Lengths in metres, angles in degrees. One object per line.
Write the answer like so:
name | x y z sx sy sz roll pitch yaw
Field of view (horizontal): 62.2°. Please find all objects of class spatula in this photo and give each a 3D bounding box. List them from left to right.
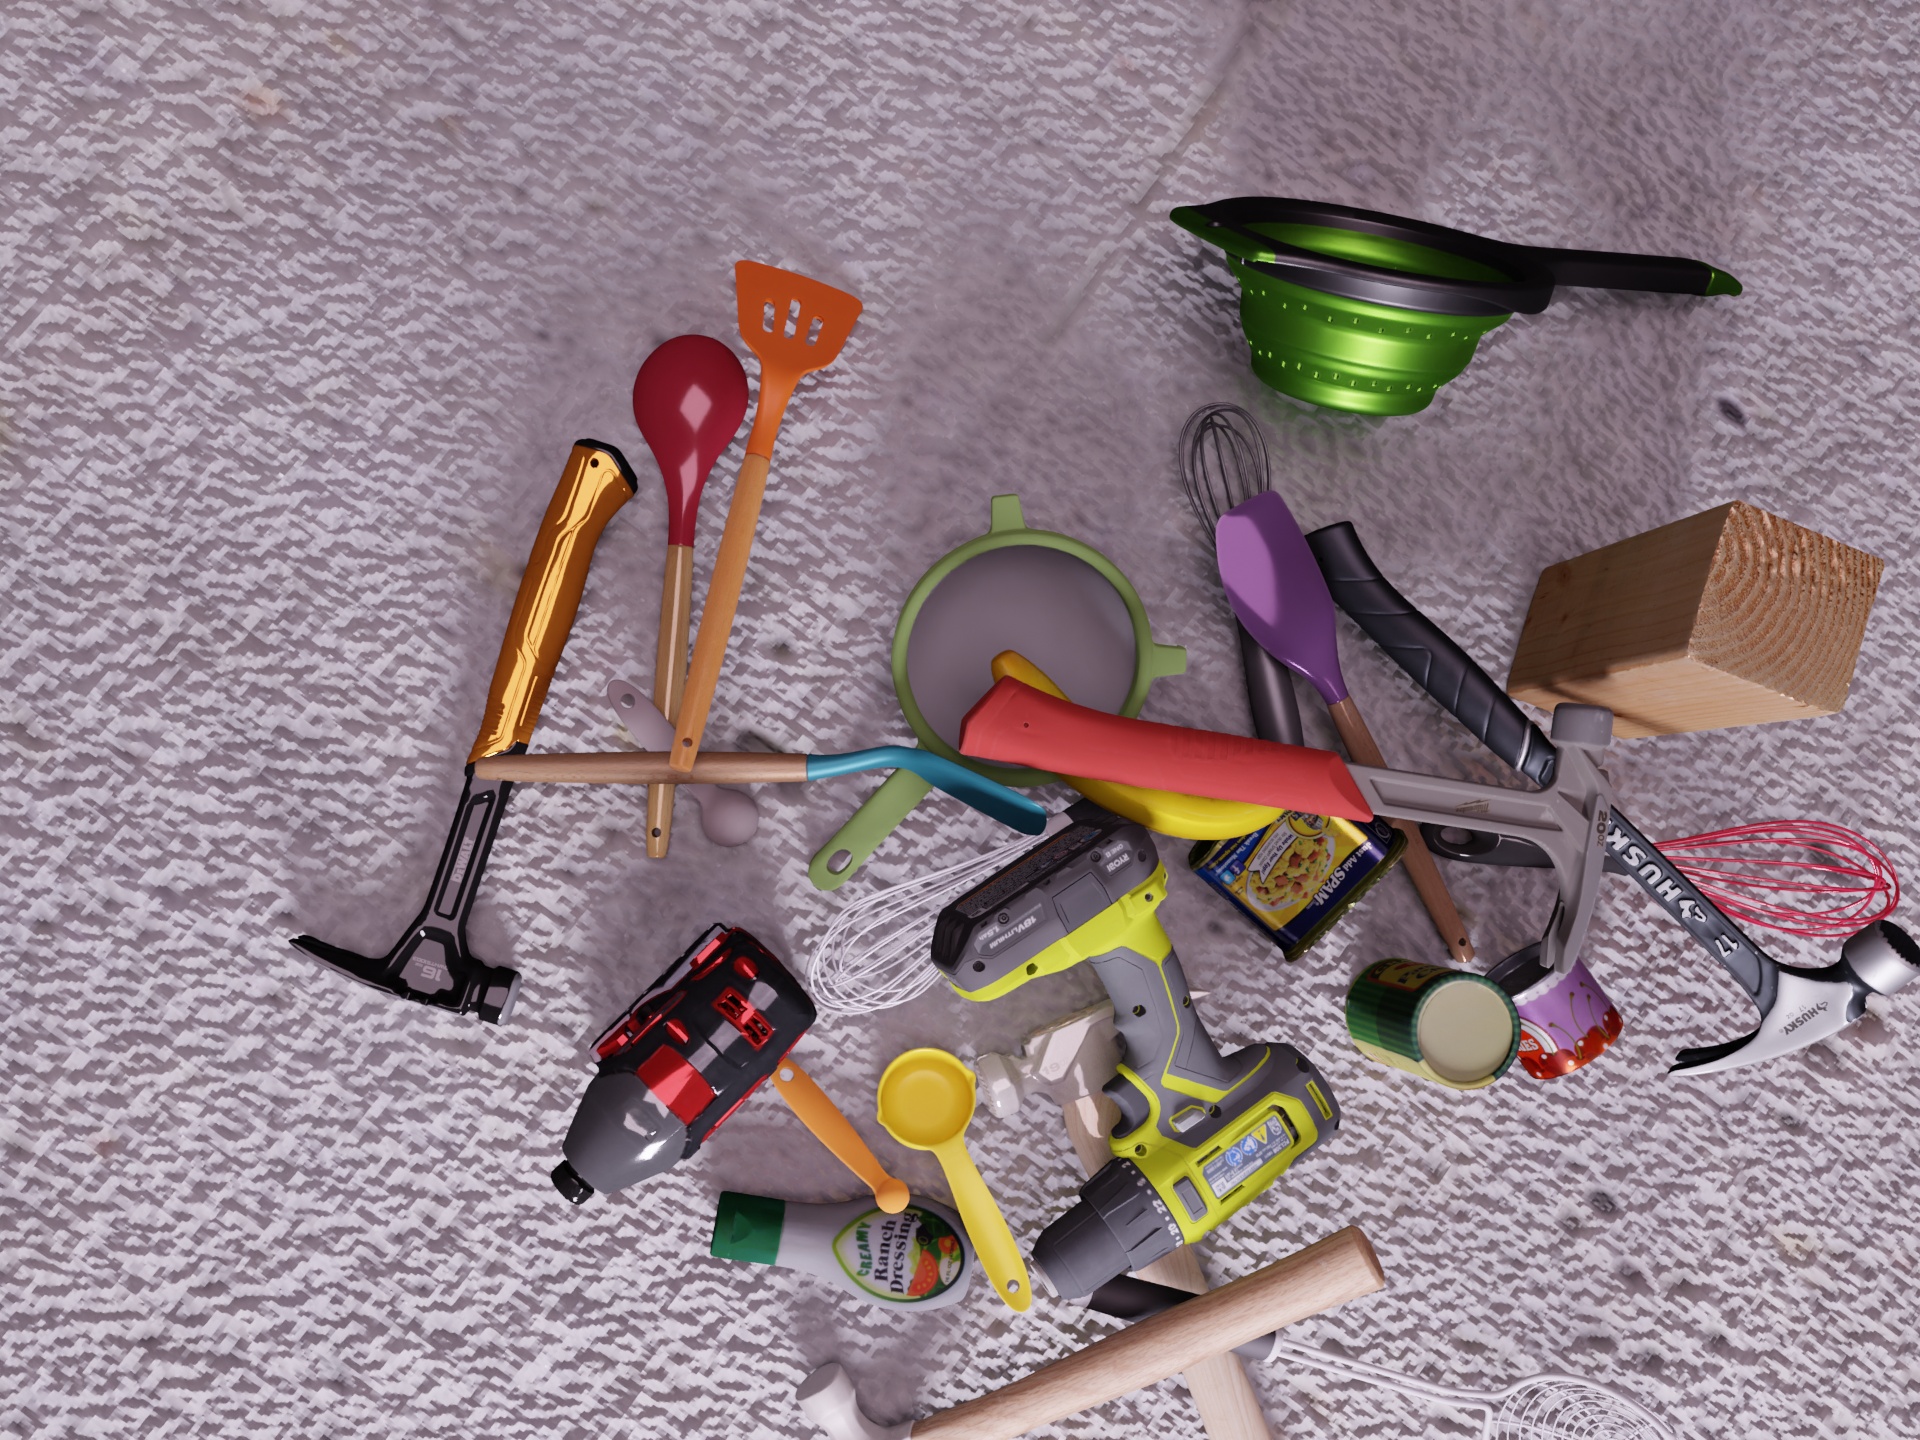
spatula | -0.122 -0.124 0.909 0.081 0.041 0.323 15 74 -13
spatula | -0.111 0.036 0.882 0.317 0.082 0.044 0 75 0
spatula | 0.237 0.011 0.959 0.060 0.018 0.316 -30 99 -8

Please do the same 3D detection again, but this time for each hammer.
hammer | -0.266 -0.004 0.912 0.127 0.034 0.337 19 85 -6
hammer | 0.077 0.361 0.874 0.331 0.031 0.130 -29 95 14
hammer | 0.149 0.362 0.936 0.146 0.038 0.410 -22 89 -9
hammer | 0.176 0.040 0.867 0.359 0.037 0.149 9 91 -5
hammer | 0.343 0.032 0.933 0.409 0.149 0.036 47 38 15

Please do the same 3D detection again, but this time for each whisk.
whisk | 0.033 0.085 0.935 0.284 0.070 0.070 -32 90 -13
whisk | 0.179 -0.078 0.972 0.055 0.055 0.239 -12 91 -8
whisk | 0.431 0.086 0.983 0.296 0.073 0.073 7 85 1

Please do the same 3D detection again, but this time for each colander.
colander | 0.311 -0.244 0.973 0.397 0.205 0.094 -3 121 -22

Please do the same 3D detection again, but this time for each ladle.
ladle | -0.168 -0.077 0.939 0.069 0.031 0.315 4 87 0

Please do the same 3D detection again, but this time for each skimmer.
skimmer | 0.232 0.387 0.884 0.363 0.090 0.127 18 118 -5

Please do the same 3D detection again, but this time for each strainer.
strainer | -0.001 -0.003 0.941 0.151 0.069 0.256 40 100 -14

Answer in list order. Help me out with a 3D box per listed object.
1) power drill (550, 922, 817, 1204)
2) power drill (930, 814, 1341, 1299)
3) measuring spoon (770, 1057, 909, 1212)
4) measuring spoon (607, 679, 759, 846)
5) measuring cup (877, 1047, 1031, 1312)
power drill | -0.142 0.175 0.823 0.078 0.219 0.143 45 82 -1
power drill | 0.082 0.187 0.878 0.190 0.080 0.228 -32 98 -13
measuring spoon | -0.071 0.235 0.915 0.021 0.011 0.117 -36 72 -31
measuring spoon | -0.160 0.024 0.919 0.034 0.018 0.124 -44 107 -18
measuring cup | 0.001 0.263 0.911 0.062 0.029 0.157 -23 73 -13
